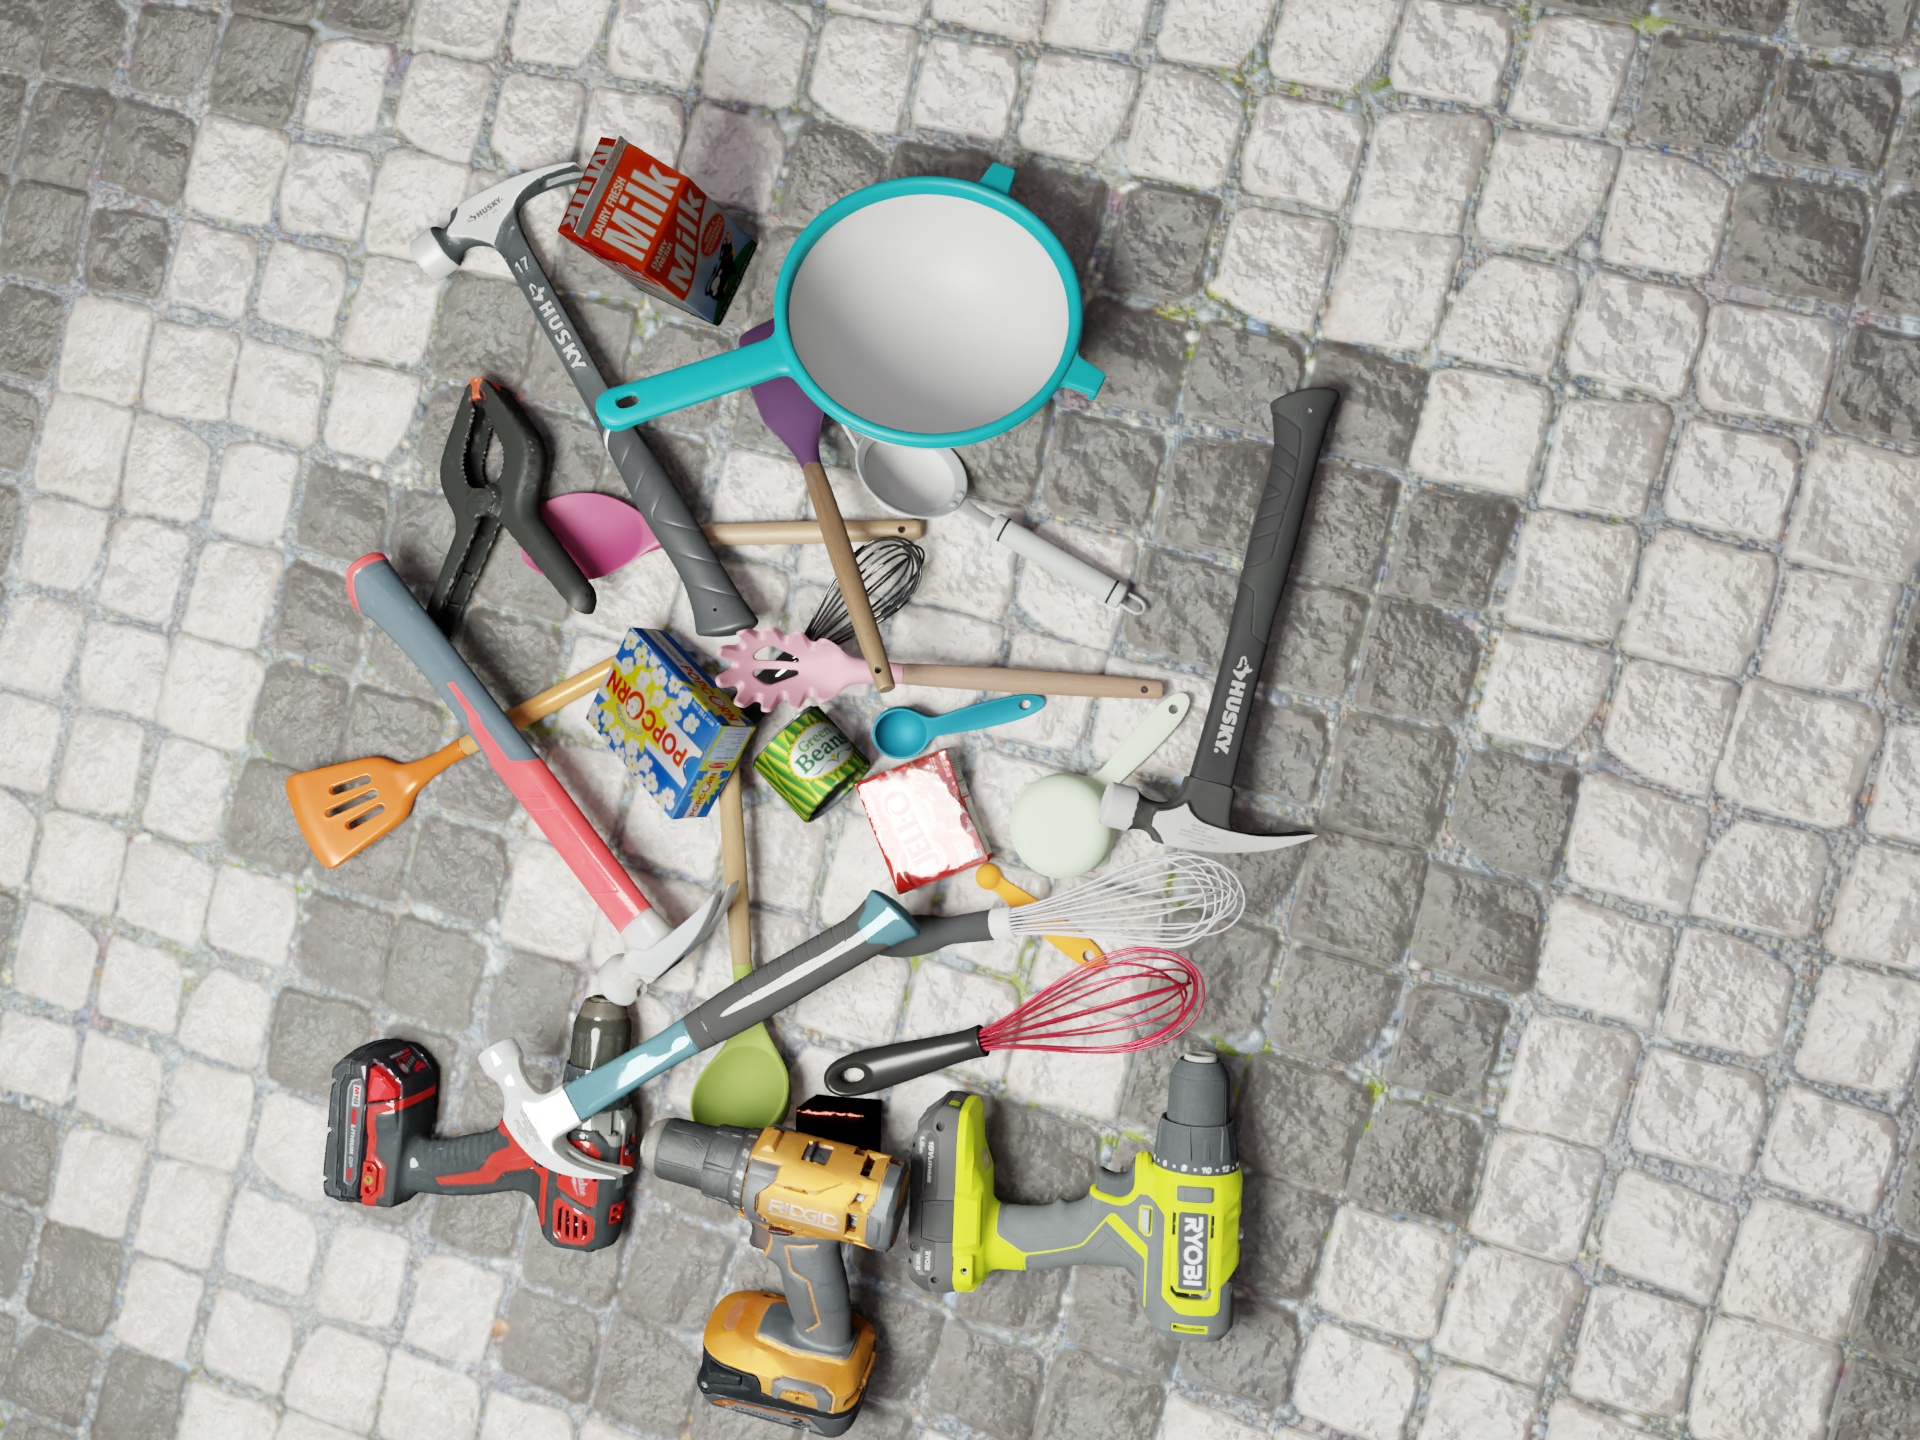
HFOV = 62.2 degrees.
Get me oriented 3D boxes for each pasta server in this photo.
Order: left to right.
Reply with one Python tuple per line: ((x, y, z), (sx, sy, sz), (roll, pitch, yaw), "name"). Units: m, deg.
((-0.014, -0.030, 1.131), (0.316, 0.040, 0.060), (4, 98, 1), "pasta server")

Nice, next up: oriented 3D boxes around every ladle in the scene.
((-0.167, 0.153, 1.163), (0.078, 0.062, 0.320), (-2, 93, 20), "ladle")

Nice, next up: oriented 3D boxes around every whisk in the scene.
((-0.117, -0.049, 1.173), (0.239, 0.055, 0.055), (-43, 82, 12), "whisk")
((0.034, 0.223, 1.136), (0.296, 0.073, 0.073), (-19, 86, 18), "whisk")
((0.061, 0.139, 1.119), (0.284, 0.070, 0.070), (-11, 87, 23), "whisk")

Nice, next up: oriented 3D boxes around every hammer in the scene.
((-0.320, 0.021, 1.172), (0.143, 0.038, 0.386), (-43, 83, 30), "hammer")
((-0.263, -0.237, 1.198), (0.149, 0.036, 0.409), (-32, 80, 8), "hammer")
((-0.179, 0.215, 1.129), (0.331, 0.033, 0.128), (-31, 81, 7), "hammer")
((0.208, -0.069, 1.103), (0.146, 0.035, 0.335), (15, 89, -2), "hammer")

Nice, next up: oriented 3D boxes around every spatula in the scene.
((-0.366, 0.010, 1.225), (0.322, 0.041, 0.081), (-27, 85, 9), "spatula")
((-0.097, -0.162, 1.147), (0.060, 0.018, 0.316), (-22, 70, 11), "spatula")

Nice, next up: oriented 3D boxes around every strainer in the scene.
((-0.082, -0.248, 1.113), (0.340, 0.095, 0.211), (-19, 74, -7), "strainer")
((0.020, -0.141, 1.148), (0.258, 0.050, 0.087), (30, 52, 5), "strainer")

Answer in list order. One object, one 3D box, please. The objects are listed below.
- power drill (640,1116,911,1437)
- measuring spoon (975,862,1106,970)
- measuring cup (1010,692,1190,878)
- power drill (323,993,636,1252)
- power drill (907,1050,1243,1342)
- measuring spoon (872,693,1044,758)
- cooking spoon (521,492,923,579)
((-0.137, 0.379, 1.113), (0.185, 0.084, 0.226), (12, 116, 9), "power drill")
((0.058, 0.143, 1.152), (0.117, 0.011, 0.021), (38, 97, 9), "measuring spoon")
((0.102, 0.043, 1.129), (0.083, 0.038, 0.167), (44, 100, 9), "measuring cup")
((-0.354, 0.292, 1.204), (0.227, 0.080, 0.188), (6, 91, 9), "power drill")
((0.084, 0.323, 1.114), (0.228, 0.080, 0.190), (2, 90, 9), "power drill")
((-0.002, -0.004, 1.164), (0.128, 0.021, 0.042), (-13, 118, 3), "measuring spoon")
((-0.184, -0.140, 1.200), (0.319, 0.017, 0.069), (0, 86, 12), "cooking spoon")
